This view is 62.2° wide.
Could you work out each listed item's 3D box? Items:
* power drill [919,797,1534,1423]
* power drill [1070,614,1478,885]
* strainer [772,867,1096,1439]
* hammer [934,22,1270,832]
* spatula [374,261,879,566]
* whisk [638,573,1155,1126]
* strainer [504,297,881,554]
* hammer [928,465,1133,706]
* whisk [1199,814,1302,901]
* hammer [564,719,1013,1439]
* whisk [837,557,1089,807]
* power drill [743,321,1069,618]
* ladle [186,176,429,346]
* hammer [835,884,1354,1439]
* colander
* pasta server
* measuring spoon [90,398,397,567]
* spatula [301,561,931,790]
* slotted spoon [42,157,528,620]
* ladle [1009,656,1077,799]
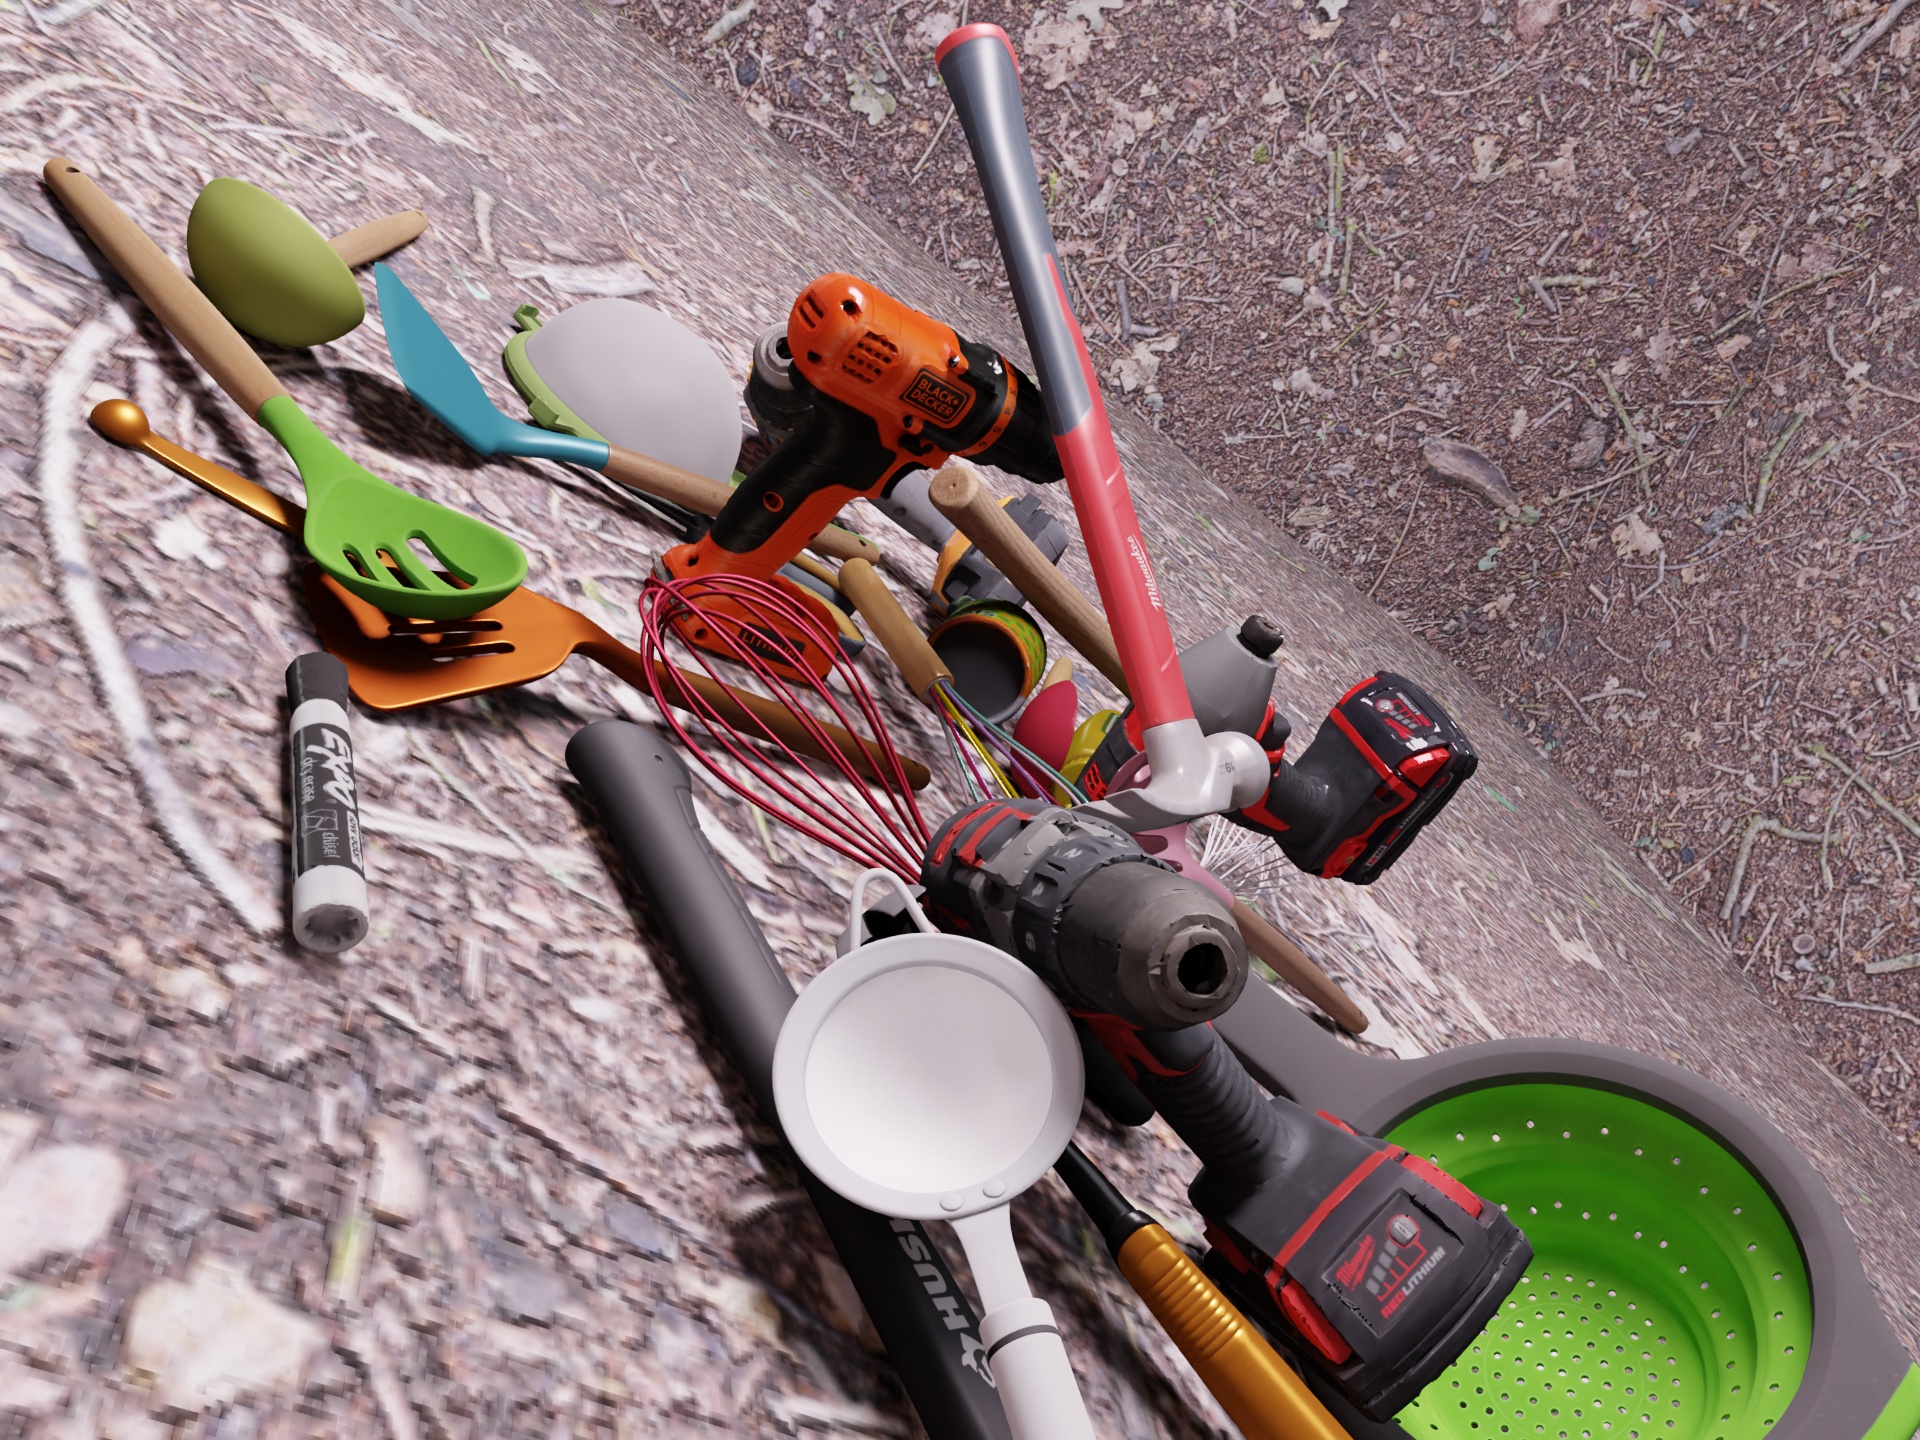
[{"bbox_3d":[0.087,0.120,0.521,0.226,0.080,0.188,50,-11,-13],"label":"power drill"},{"bbox_3d":[0.174,0.017,0.862,0.219,0.143,0.079,11,34,-41],"label":"power drill"},{"bbox_3d":[0.011,0.149,0.402,0.087,0.050,0.259,-12,46,-12],"label":"strainer"},{"bbox_3d":[0.046,-0.140,0.721,0.143,0.038,0.386,-4,76,-57],"label":"hammer"},{"bbox_3d":[-0.152,-0.130,0.799,0.317,0.044,0.082,16,41,-44],"label":"spatula"},{"bbox_3d":[-0.019,0.054,0.621,0.295,0.073,0.073,48,16,-12],"label":"whisk"},{"bbox_3d":[-0.135,-0.169,0.923,0.256,0.069,0.152,27,22,-32],"label":"strainer"},{"bbox_3d":[0.083,-0.047,0.960,0.130,0.031,0.331,40,-1,45],"label":"hammer"},{"bbox_3d":[0.149,0.090,0.921,0.070,0.070,0.284,45,23,13],"label":"whisk"},{"bbox_3d":[-0.048,0.119,0.478,0.146,0.035,0.335,19,27,-51],"label":"hammer"},{"bbox_3d":[-0.001,-0.004,0.829,0.047,0.051,0.245,14,34,-51],"label":"whisk"},{"bbox_3d":[-0.042,-0.155,0.995,0.226,0.084,0.185,40,-5,1],"label":"power drill"},{"bbox_3d":[-0.297,-0.239,0.783,0.078,0.062,0.320,40,14,-19],"label":"ladle"},{"bbox_3d":[0.077,0.191,0.511,0.337,0.034,0.127,48,-10,11],"label":"hammer"},{"bbox_3d":[0.187,0.198,0.676,0.397,0.204,0.094,37,-25,46],"label":"colander"},{"bbox_3d":[0.157,0.106,0.842,0.315,0.040,0.060,40,41,-43],"label":"pasta server"},{"bbox_3d":[-0.252,-0.083,0.573,0.116,0.011,0.021,31,20,-29],"label":"measuring spoon"},{"bbox_3d":[-0.114,-0.004,0.659,0.322,0.041,0.081,24,23,-53],"label":"spatula"},{"bbox_3d":[-0.270,-0.131,0.602,0.314,0.031,0.070,43,37,23],"label":"slotted spoon"},{"bbox_3d":[0.058,-0.013,0.993,0.031,0.069,0.315,24,12,2],"label":"ladle"}]
